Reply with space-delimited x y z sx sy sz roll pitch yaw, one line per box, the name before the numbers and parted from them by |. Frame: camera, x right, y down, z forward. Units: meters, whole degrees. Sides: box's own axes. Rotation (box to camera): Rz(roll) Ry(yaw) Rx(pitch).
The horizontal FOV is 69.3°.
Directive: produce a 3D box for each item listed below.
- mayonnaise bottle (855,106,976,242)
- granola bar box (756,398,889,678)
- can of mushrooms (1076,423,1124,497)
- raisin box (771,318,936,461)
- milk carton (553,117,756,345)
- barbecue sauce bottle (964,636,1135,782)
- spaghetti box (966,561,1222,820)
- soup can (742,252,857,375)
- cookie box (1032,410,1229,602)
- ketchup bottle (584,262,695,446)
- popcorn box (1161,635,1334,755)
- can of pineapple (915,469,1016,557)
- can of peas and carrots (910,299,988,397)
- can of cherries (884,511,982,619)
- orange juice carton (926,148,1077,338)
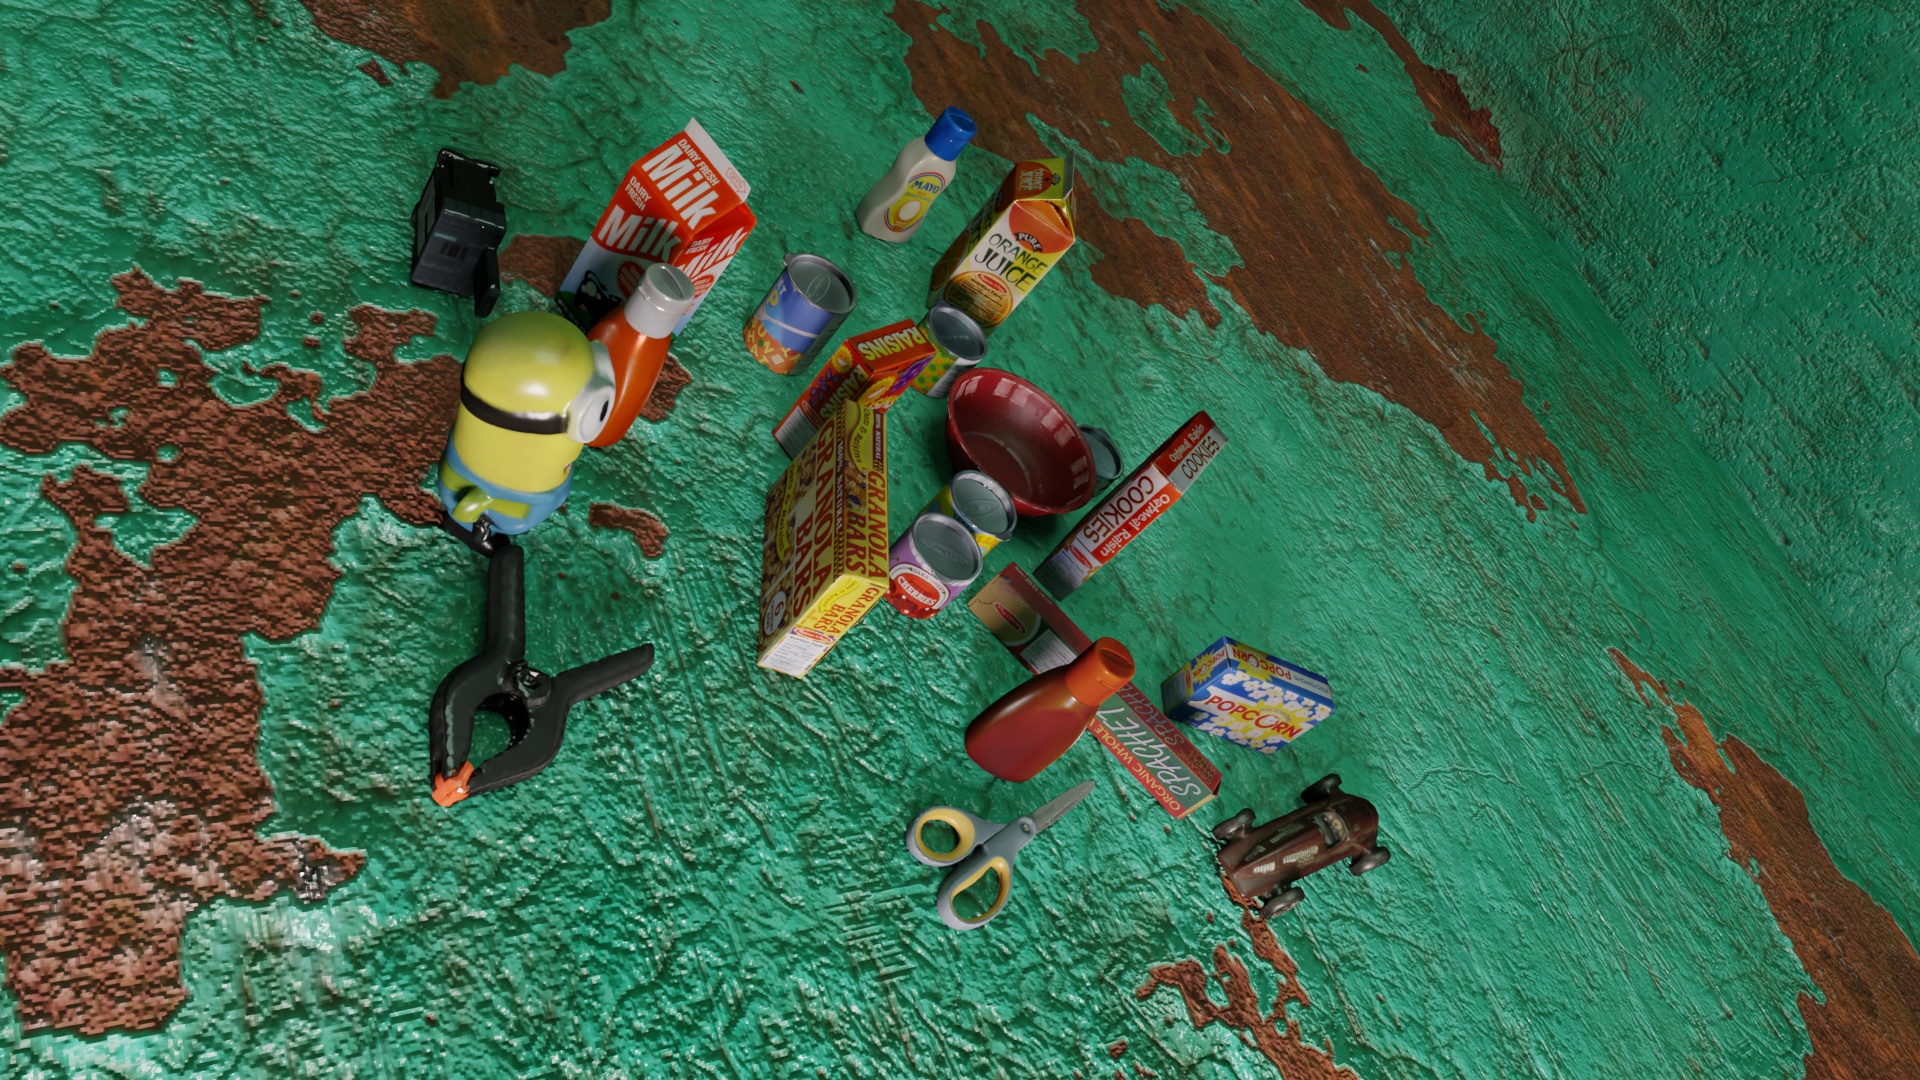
mayonnaise bottle | -0.040 -0.354 1.346 0.065 0.147 0.041 5 53 -39
granola bar box | -0.098 -0.002 0.999 0.039 0.123 0.166 22 44 -27
can of mushrooms | 0.122 -0.078 1.335 0.071 0.033 0.071 24 43 -24
raisin box | -0.086 -0.118 1.115 0.040 0.122 0.086 52 39 9
milk carton | -0.220 -0.221 1.033 0.072 0.189 0.074 51 39 7
barbecue sauce bottle | 0.068 0.123 1.015 0.065 0.148 0.044 29 41 -20
spaghetti box | 0.110 0.123 1.131 0.250 0.050 0.029 46 38 1
soup can | -0.137 -0.191 1.165 0.071 0.083 0.072 24 43 -24
cookie box | 0.148 -0.031 1.209 0.040 0.166 0.123 46 38 1
ketchup bottle | -0.235 -0.132 0.974 0.044 0.148 0.065 -17 68 -48
popcorn box | 0.252 0.137 1.217 0.127 0.085 0.038 23 44 -26
can of pineapple | 0.004 -0.014 1.154 0.071 0.057 0.071 24 43 -24
can of peas and carrots | -0.019 -0.176 1.277 0.071 0.058 0.071 24 43 -24
can of cherries | -0.026 0.022 1.094 0.071 0.058 0.072 24 43 -24
orange juice carton | 0.051 -0.289 1.333 0.073 0.191 0.072 29 41 -20
